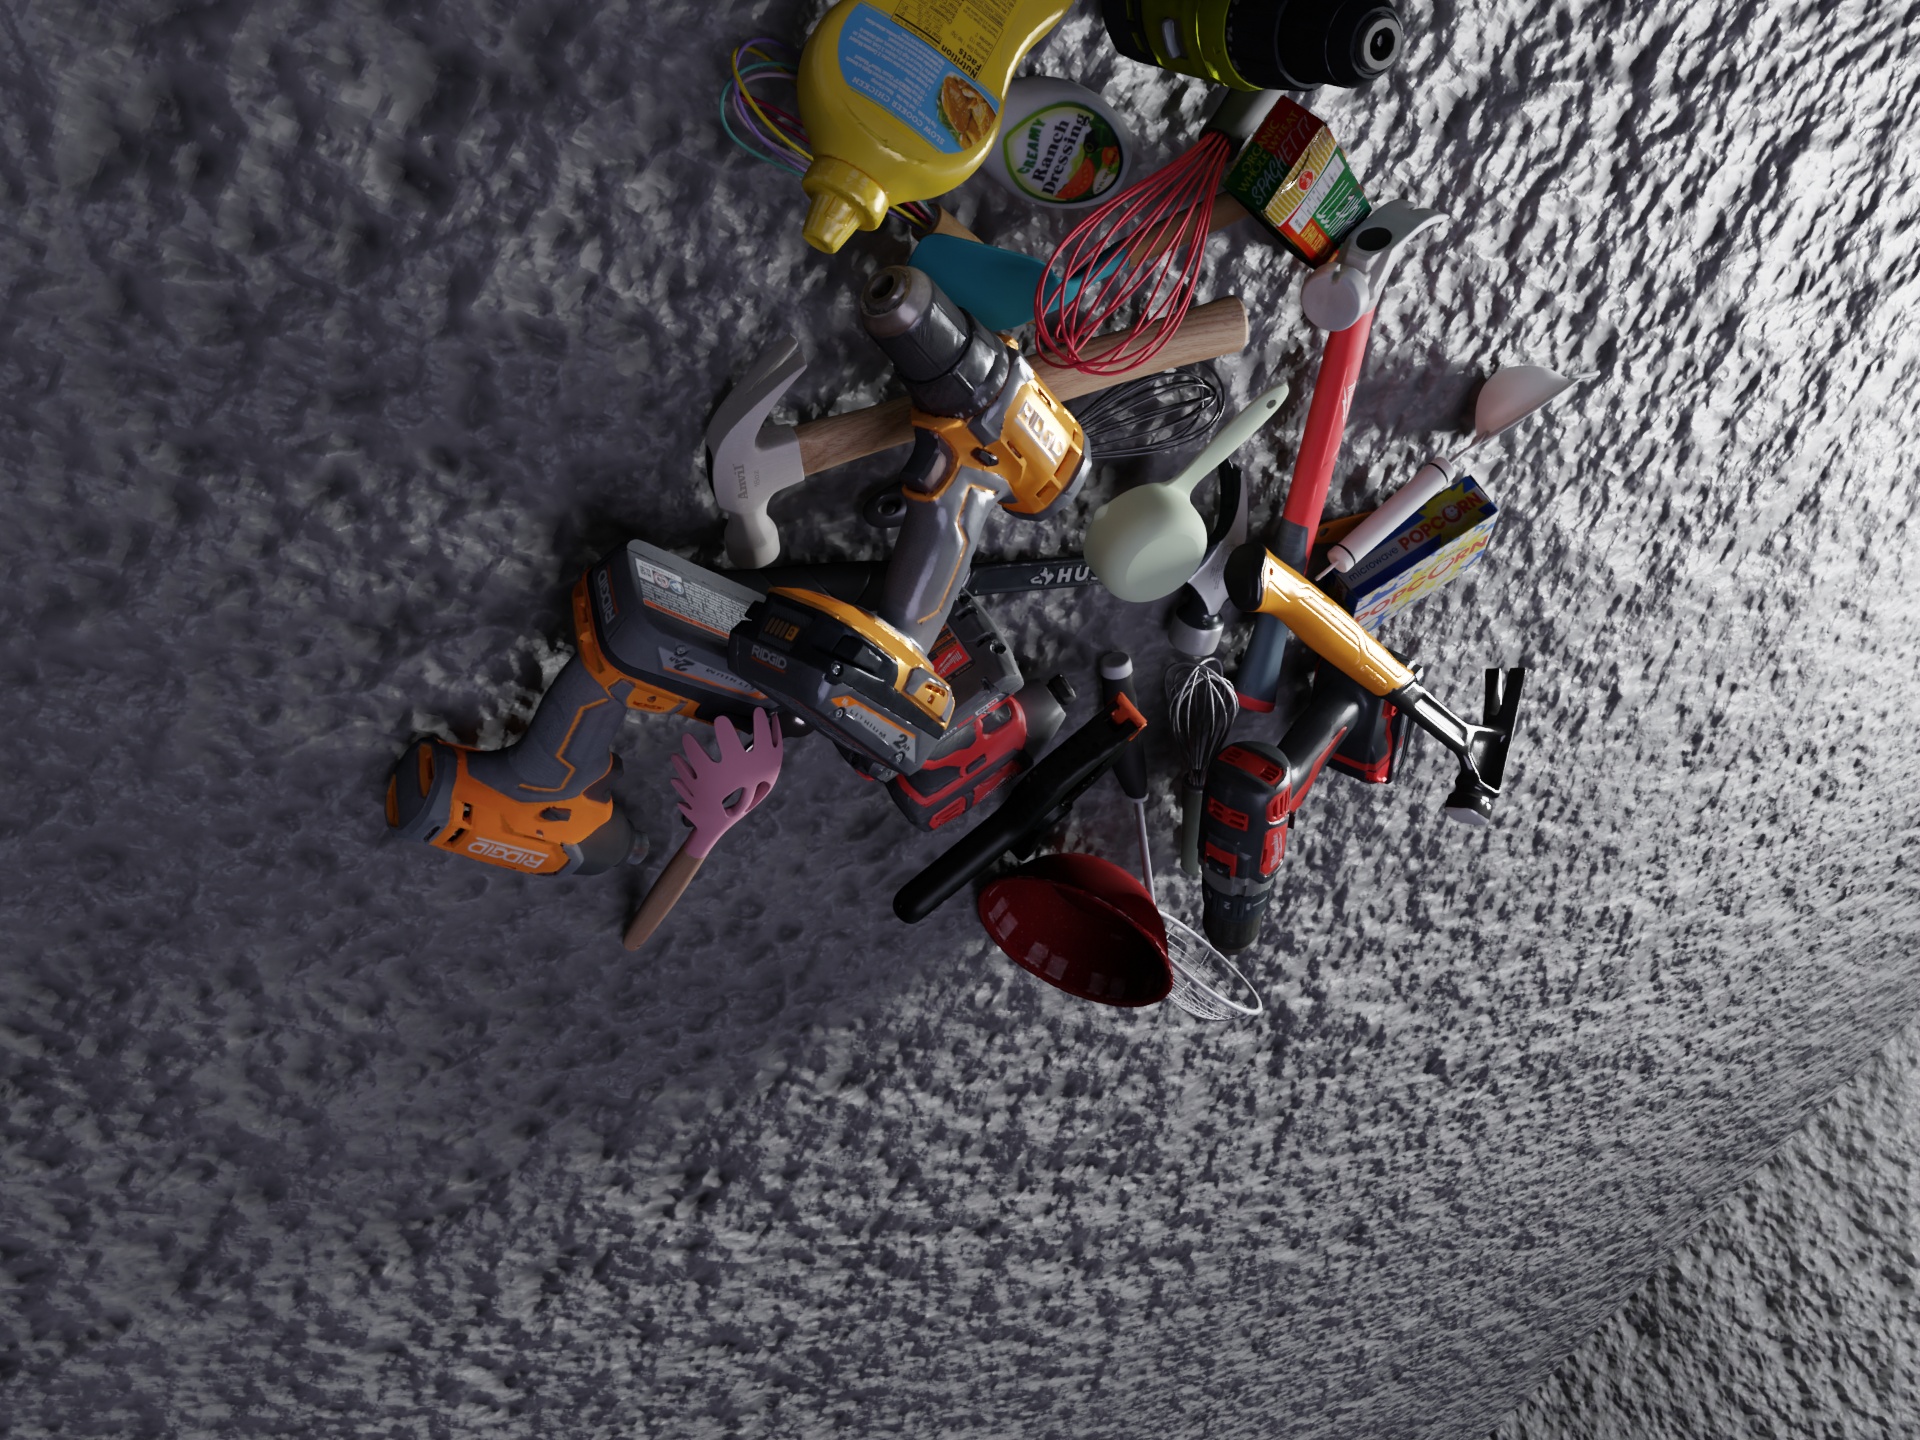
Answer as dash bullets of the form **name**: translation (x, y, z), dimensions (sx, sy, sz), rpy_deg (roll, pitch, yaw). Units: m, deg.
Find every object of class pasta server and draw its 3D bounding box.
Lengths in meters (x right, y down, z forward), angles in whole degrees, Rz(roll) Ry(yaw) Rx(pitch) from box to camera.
- **pasta server**: translation (-0.168, 0.079, 0.957), dimensions (0.060, 0.040, 0.316), rpy_deg (-14, 162, -30)

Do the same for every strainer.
- **strainer**: translation (0.343, -0.183, 1.119), dimensions (0.258, 0.087, 0.050), rpy_deg (-41, 93, -7)

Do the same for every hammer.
- **hammer**: translation (0.296, -0.043, 1.120), dimensions (0.336, 0.034, 0.127), rpy_deg (30, 72, -38)
- **hammer**: translation (0.014, -0.094, 1.012), dimensions (0.408, 0.036, 0.149), rpy_deg (-7, 128, -27)
- **hammer**: translation (0.014, -0.188, 0.910), dimensions (0.331, 0.031, 0.129), rpy_deg (-19, 141, -13)
- **hammer**: translation (0.242, -0.158, 1.083), dimensions (0.143, 0.038, 0.386), rpy_deg (-45, 153, -37)

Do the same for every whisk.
- **whisk**: translation (0.182, 0.041, 1.227), dimensions (0.058, 0.059, 0.246), rpy_deg (-49, 150, -32)
- **whisk**: translation (-0.033, -0.268, 0.829), dimensions (0.244, 0.047, 0.051), rpy_deg (25, 109, -47)
- **whisk**: translation (0.126, -0.288, 0.832), dimensions (0.296, 0.073, 0.073), rpy_deg (-57, 140, -20)
- **whisk**: translation (0.051, -0.166, 0.969), dimensions (0.239, 0.055, 0.055), rpy_deg (-21, 135, -9)

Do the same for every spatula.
- **spatula**: translation (0.101, -0.276, 0.884), dimensions (0.317, 0.044, 0.082), rpy_deg (-30, 168, -27)

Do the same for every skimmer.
- **skimmer**: translation (0.169, 0.093, 1.231), dimensions (0.090, 0.127, 0.363), rpy_deg (-20, 125, -11)

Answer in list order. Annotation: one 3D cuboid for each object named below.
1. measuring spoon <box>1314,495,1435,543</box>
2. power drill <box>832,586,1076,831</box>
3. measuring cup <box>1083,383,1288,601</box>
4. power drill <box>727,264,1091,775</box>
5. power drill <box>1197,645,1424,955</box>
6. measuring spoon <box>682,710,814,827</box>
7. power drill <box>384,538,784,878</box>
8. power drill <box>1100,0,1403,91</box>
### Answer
- **measuring spoon**: translation (0.303, -0.149, 1.168), dimensions (0.117, 0.011, 0.021), rpy_deg (-14, 136, -17)
- **power drill**: translation (-0.002, -0.003, 1.008), dimensions (0.143, 0.079, 0.219), rpy_deg (-35, 161, 3)
- **measuring cup**: translation (0.149, -0.138, 0.988), dimensions (0.083, 0.038, 0.167), rpy_deg (21, 123, -45)
- **power drill**: translation (-0.031, -0.105, 0.829), dimensions (0.226, 0.084, 0.185), rpy_deg (-61, 143, -8)
- **power drill**: translation (0.252, 0.057, 1.194), dimensions (0.227, 0.080, 0.187), rpy_deg (-40, 143, -35)
- **measuring spoon**: translation (-0.135, 0.030, 1.034), dimensions (0.124, 0.018, 0.034), rpy_deg (-44, 136, 9)
- **power drill**: translation (-0.200, 0.011, 0.913), dimensions (0.226, 0.084, 0.164), rpy_deg (-40, 139, 26)
- **power drill**: translation (0.206, -0.381, 0.780), dimensions (0.228, 0.191, 0.080), rpy_deg (-33, 129, -11)
